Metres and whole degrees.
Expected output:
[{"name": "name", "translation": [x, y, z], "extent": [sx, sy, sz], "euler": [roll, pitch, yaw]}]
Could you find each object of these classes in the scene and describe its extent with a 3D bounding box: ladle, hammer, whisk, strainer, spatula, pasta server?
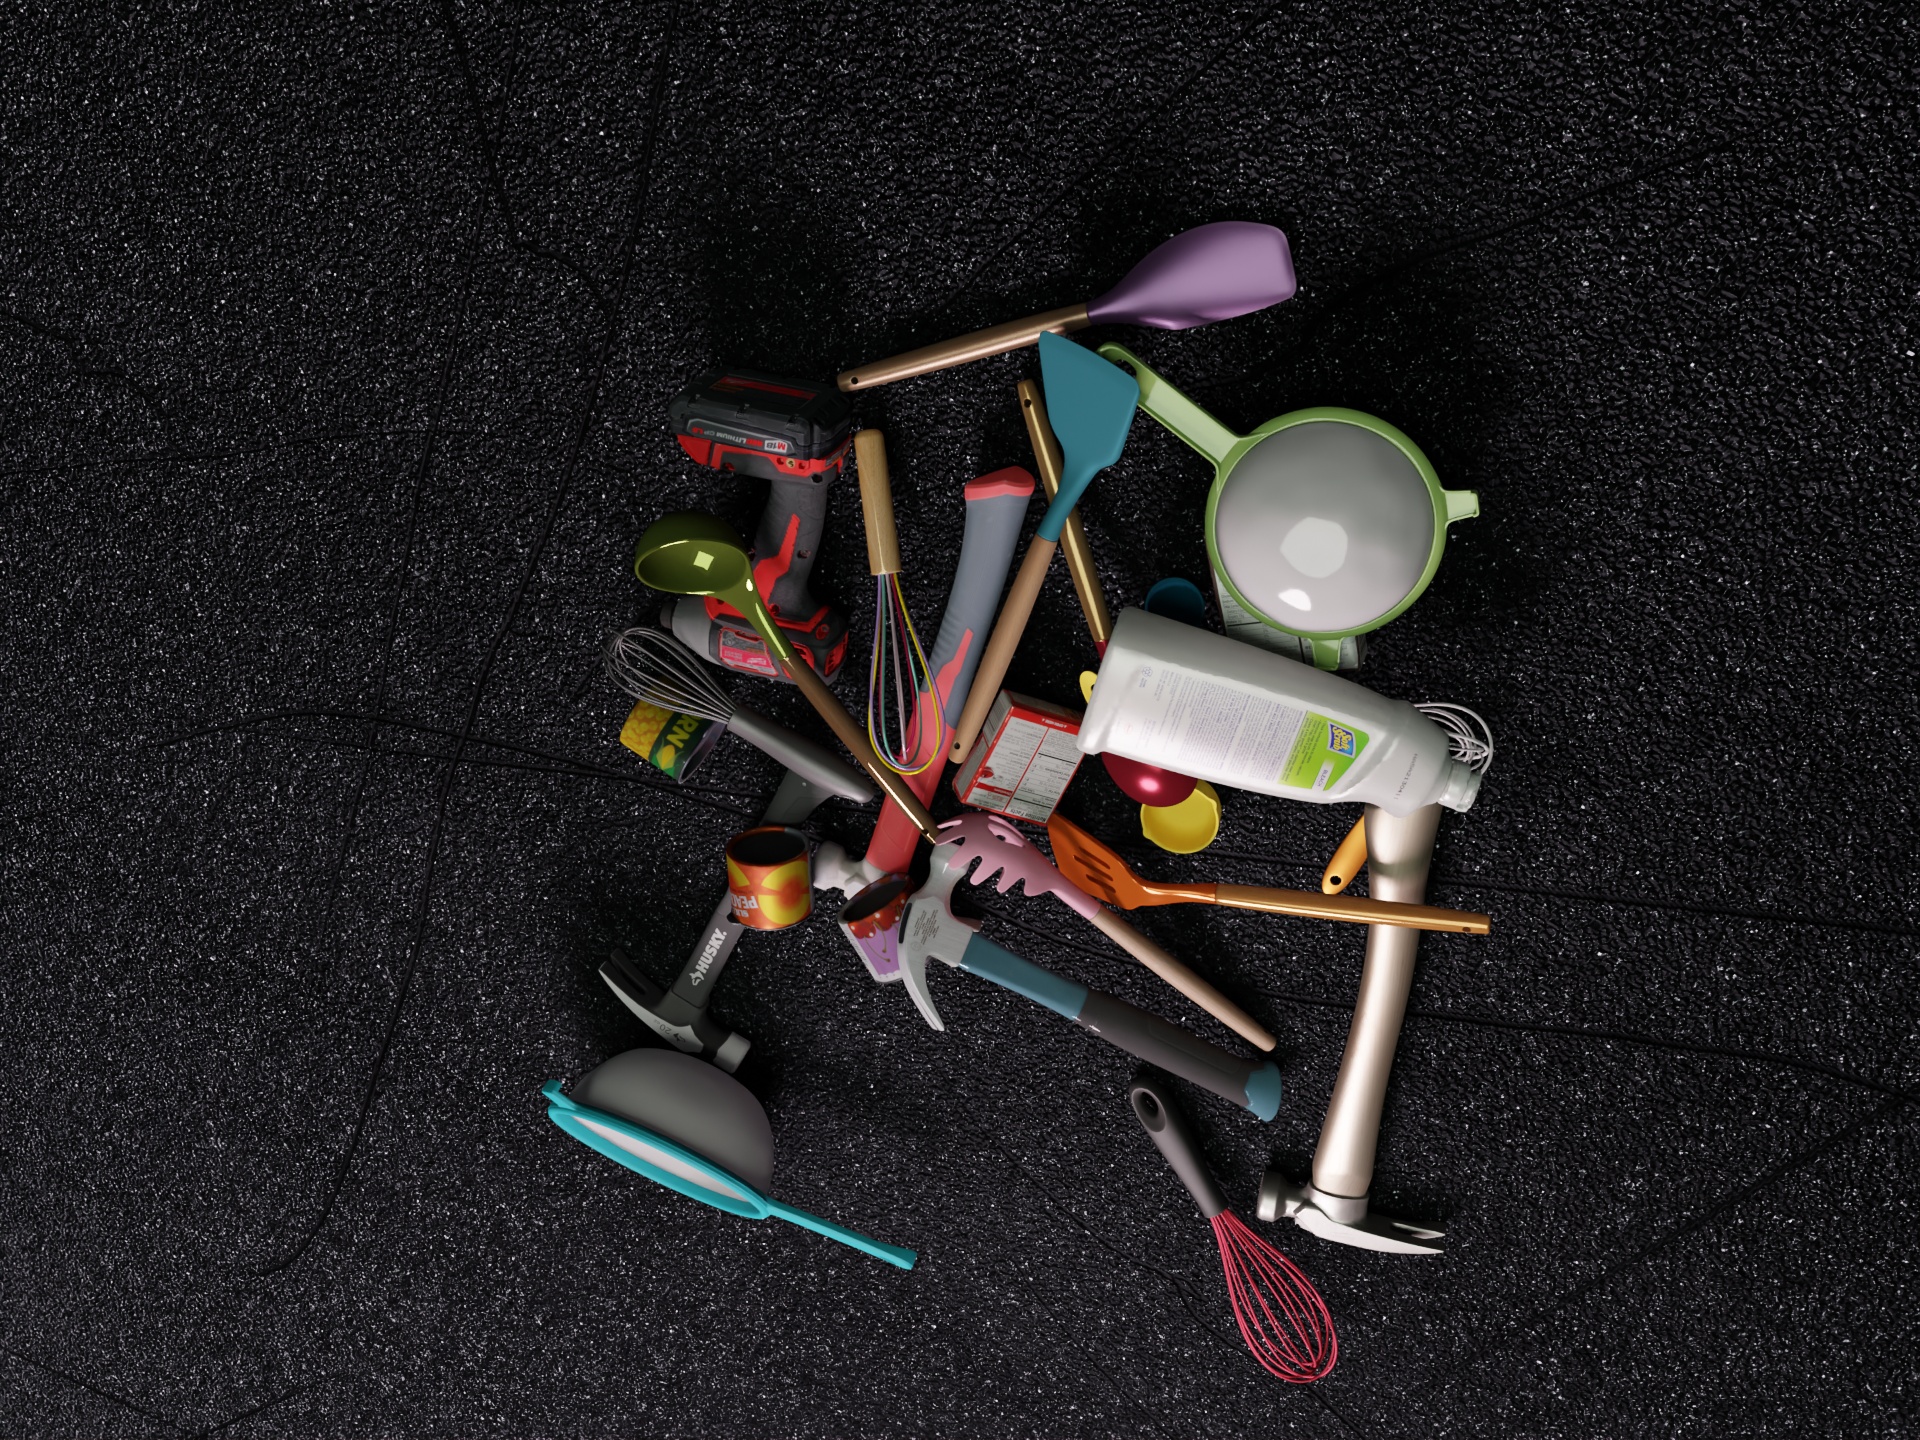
[{"name": "ladle", "translation": [-0.112, -0.020, 1.131], "extent": [0.078, 0.062, 0.320], "euler": [-23, 116, 33]}, {"name": "hammer", "translation": [-0.188, 0.148, 1.319], "extent": [0.146, 0.035, 0.334], "euler": [32, 121, 2]}, {"name": "whisk", "translation": [0.219, 0.412, 1.293], "extent": [0.073, 0.073, 0.296], "euler": [-29, 96, 29]}, {"name": "whisk", "translation": [-0.053, -0.082, 1.123], "extent": [0.047, 0.051, 0.245], "euler": [-2, 97, 45]}, {"name": "strainer", "translation": [0.180, -0.146, 0.983], "extent": [0.256, 0.069, 0.151], "euler": [38, 118, -1]}, {"name": "hammer", "translation": [-0.002, -0.004, 1.177], "extent": [0.143, 0.038, 0.386], "euler": [23, 120, 7]}, {"name": "ladle", "translation": [0.093, -0.081, 1.094], "extent": [0.069, 0.031, 0.315], "euler": [-13, 102, 31]}, {"name": "strainer", "translation": [-0.184, 0.367, 1.374], "extent": [0.340, 0.095, 0.210], "euler": [20, 154, 9]}, {"name": "spatula", "translation": [0.060, -0.262, 1.040], "extent": [0.316, 0.018, 0.059], "euler": [-11, 108, 23]}, {"name": "spatula", "translation": [0.209, 0.119, 1.130], "extent": [0.323, 0.041, 0.080], "euler": [4, 134, 24]}, {"name": "whisk", "translation": [0.238, 0.002, 1.094], "extent": [0.246, 0.057, 0.059], "euler": [10, 83, 18]}, {"name": "pasta server", "translation": [0.115, 0.162, 1.189], "extent": [0.316, 0.060, 0.040], "euler": [38, 115, -16]}, {"name": "hammer", "translation": [0.102, 0.218, 1.201], "extent": [0.331, 0.033, 0.128], "euler": [27, 77, -12]}, {"name": "hammer", "translation": [0.315, 0.227, 1.170], "extent": [0.146, 0.038, 0.410], "euler": [10, 119, 14]}, {"name": "spatula", "translation": [0.042, -0.101, 1.072], "extent": [0.082, 0.044, 0.317], "euler": [35, 120, 26]}, {"name": "whisk", "translation": [-0.167, -0.004, 1.194], "extent": [0.239, 0.055, 0.055], "euler": [30, 121, 2]}]

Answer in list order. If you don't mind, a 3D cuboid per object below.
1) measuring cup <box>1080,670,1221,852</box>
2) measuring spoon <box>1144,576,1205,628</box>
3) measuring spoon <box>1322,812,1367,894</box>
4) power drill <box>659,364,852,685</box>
[{"name": "measuring cup", "translation": [0.135, 0.025, 1.150], "extent": [0.062, 0.029, 0.156], "euler": [-29, 100, 29]}, {"name": "measuring spoon", "translation": [0.168, -0.039, 1.094], "extent": [0.042, 0.021, 0.128], "euler": [-25, 90, 25]}, {"name": "measuring spoon", "translation": [0.287, 0.082, 1.129], "extent": [0.021, 0.011, 0.116], "euler": [28, 120, 5]}, {"name": "power drill", "translation": [-0.150, -0.134, 1.147], "extent": [0.143, 0.079, 0.219], "euler": [13, 122, 13]}]
